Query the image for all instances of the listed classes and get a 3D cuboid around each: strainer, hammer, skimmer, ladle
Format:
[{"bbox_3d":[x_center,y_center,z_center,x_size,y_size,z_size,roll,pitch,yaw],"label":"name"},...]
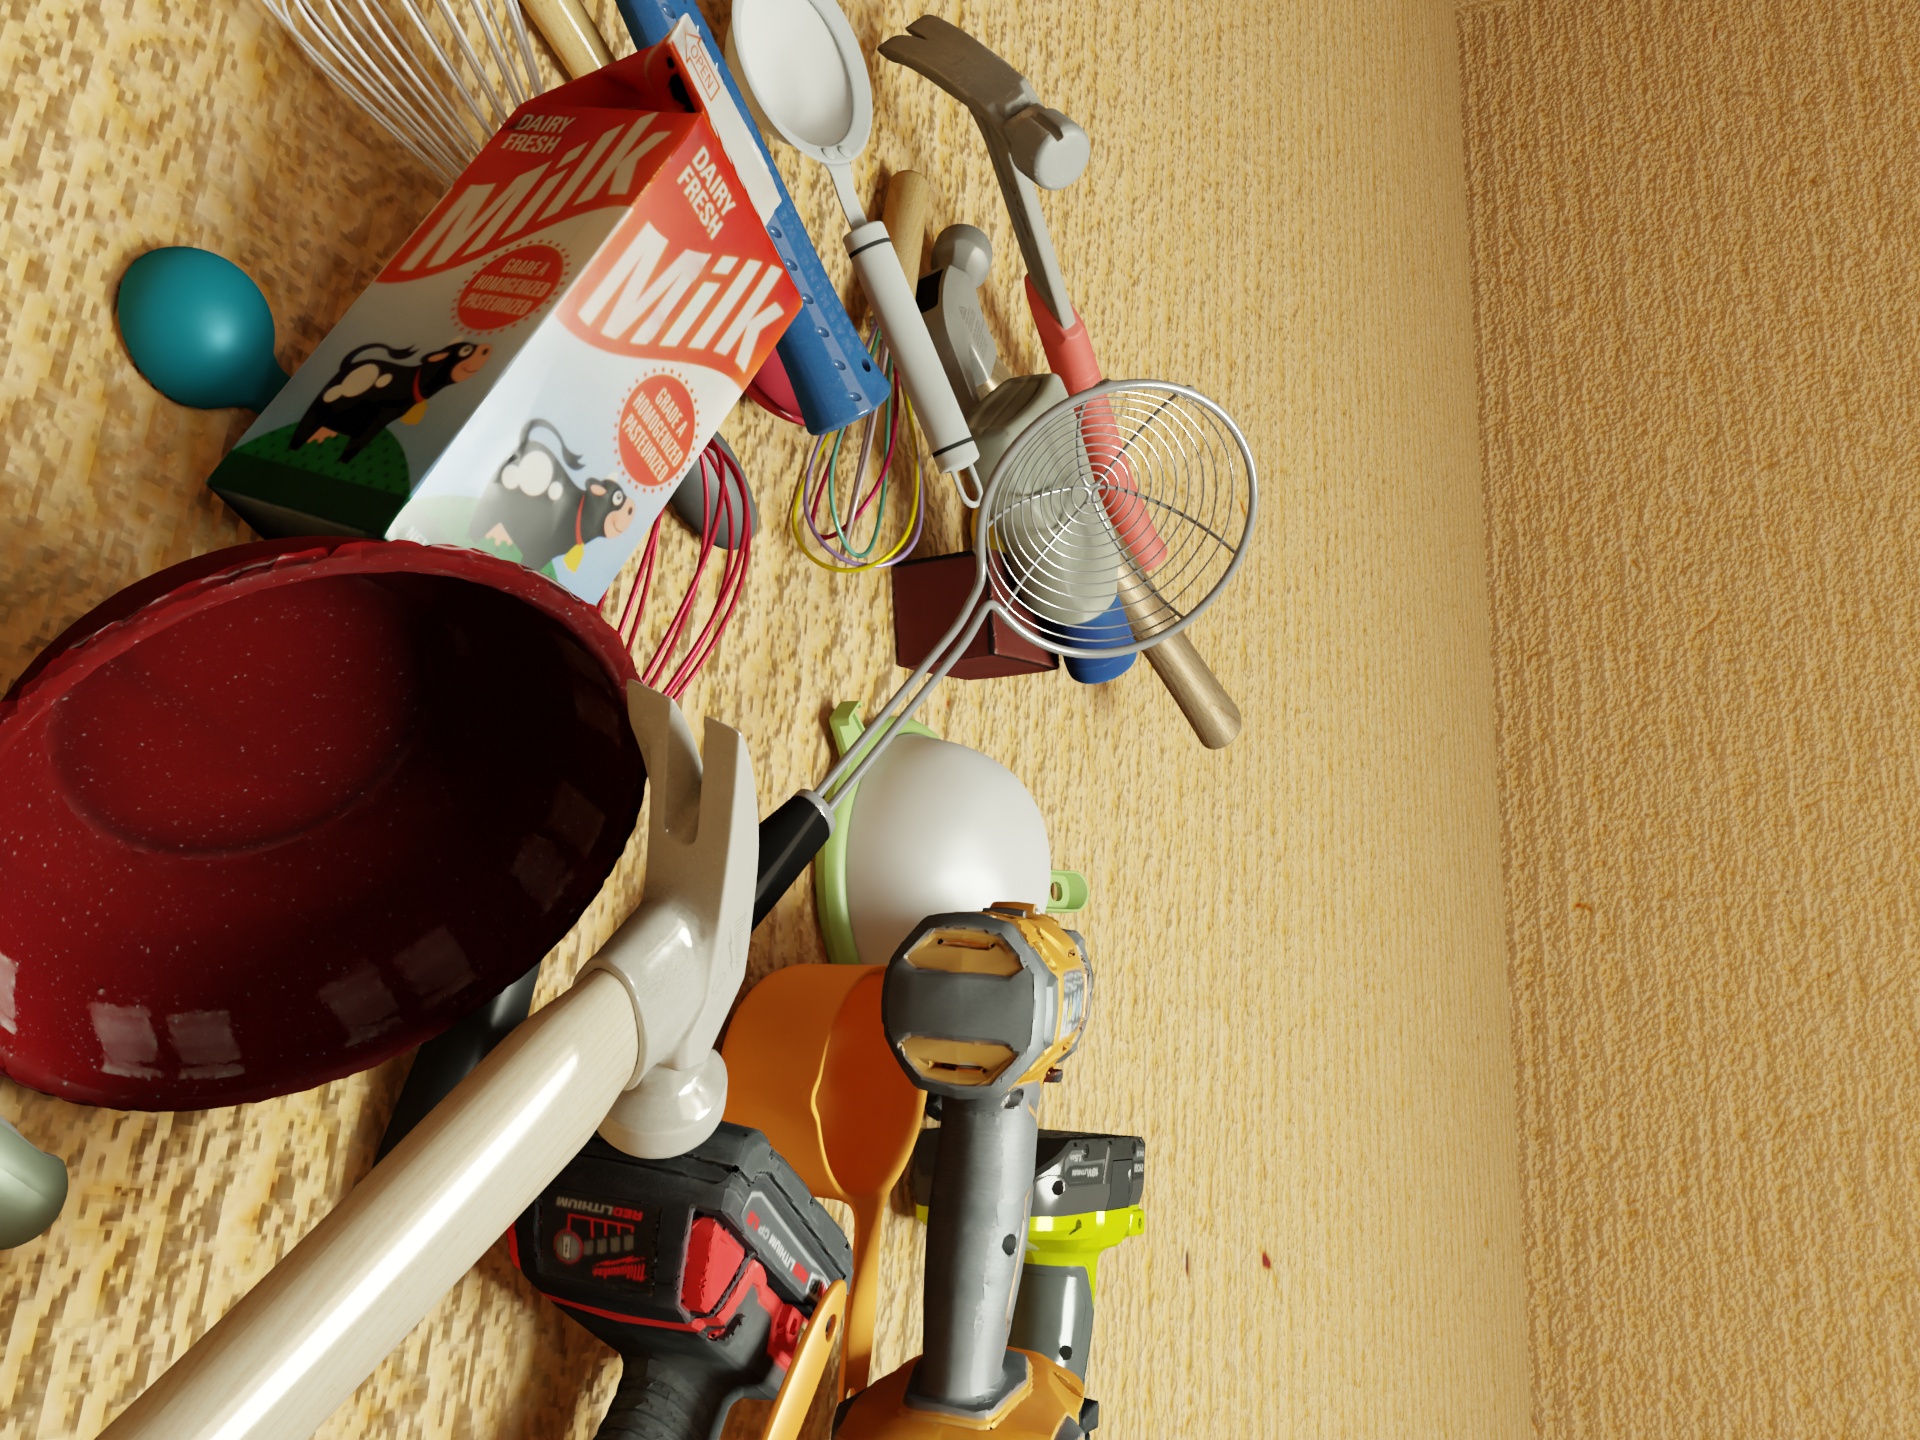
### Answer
[{"bbox_3d":[0.026,0.078,0.761,0.256,0.069,0.151,15,71,-61],"label":"strainer"},{"bbox_3d":[0.055,-0.208,0.880,0.149,0.037,0.358,50,-7,37],"label":"hammer"},{"bbox_3d":[0.069,-0.099,0.854,0.331,0.031,0.130,51,35,-33],"label":"hammer"},{"bbox_3d":[-0.045,-0.209,0.670,0.087,0.050,0.258,-32,101,-52],"label":"strainer"},{"bbox_3d":[-0.001,-0.002,0.607,0.363,0.090,0.127,-51,133,-35],"label":"skimmer"},{"bbox_3d":[-0.125,-0.280,0.529,0.405,0.035,0.144,64,28,-26],"label":"hammer"},{"bbox_3d":[-0.127,-0.227,0.571,0.315,0.031,0.069,56,34,-41],"label":"ladle"},{"bbox_3d":[-0.158,0.145,0.268,0.411,0.038,0.146,-48,156,-49],"label":"hammer"}]

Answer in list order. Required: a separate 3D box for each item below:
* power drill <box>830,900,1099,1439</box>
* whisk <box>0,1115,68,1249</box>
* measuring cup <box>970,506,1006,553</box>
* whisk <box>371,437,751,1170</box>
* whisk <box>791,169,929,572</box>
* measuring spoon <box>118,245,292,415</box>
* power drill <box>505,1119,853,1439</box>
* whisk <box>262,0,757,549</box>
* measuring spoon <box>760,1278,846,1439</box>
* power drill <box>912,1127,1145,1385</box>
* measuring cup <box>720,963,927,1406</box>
[{"bbox_3d":[0.014,0.182,0.600,0.185,0.084,0.226,25,68,-76],"label":"power drill"},{"bbox_3d":[-0.239,0.024,0.268,0.246,0.058,0.059,66,33,-41],"label":"whisk"},{"bbox_3d":[0.004,-0.135,0.826,0.156,0.029,0.062,59,32,-20],"label":"measuring cup"},{"bbox_3d":[-0.125,0.026,0.490,0.073,0.073,0.296,45,52,-52],"label":"whisk"},{"bbox_3d":[-0.039,-0.166,0.722,0.051,0.047,0.245,42,42,-43],"label":"whisk"},{"bbox_3d":[-0.174,-0.084,0.446,0.128,0.021,0.042,46,45,-50],"label":"measuring spoon"},{"bbox_3d":[-0.110,0.225,0.439,0.143,0.078,0.220,67,33,-49],"label":"power drill"},{"bbox_3d":[-0.131,-0.157,0.518,0.284,0.070,0.070,61,34,-46],"label":"whisk"},{"bbox_3d":[-0.053,0.220,0.465,0.021,0.011,0.117,71,33,-47],"label":"measuring spoon"},{"bbox_3d":[0.023,0.300,0.703,0.190,0.080,0.229,26,64,-61],"label":"power drill"},{"bbox_3d":[-0.056,0.178,0.601,0.095,0.052,0.173,10,82,-65],"label":"measuring cup"}]
